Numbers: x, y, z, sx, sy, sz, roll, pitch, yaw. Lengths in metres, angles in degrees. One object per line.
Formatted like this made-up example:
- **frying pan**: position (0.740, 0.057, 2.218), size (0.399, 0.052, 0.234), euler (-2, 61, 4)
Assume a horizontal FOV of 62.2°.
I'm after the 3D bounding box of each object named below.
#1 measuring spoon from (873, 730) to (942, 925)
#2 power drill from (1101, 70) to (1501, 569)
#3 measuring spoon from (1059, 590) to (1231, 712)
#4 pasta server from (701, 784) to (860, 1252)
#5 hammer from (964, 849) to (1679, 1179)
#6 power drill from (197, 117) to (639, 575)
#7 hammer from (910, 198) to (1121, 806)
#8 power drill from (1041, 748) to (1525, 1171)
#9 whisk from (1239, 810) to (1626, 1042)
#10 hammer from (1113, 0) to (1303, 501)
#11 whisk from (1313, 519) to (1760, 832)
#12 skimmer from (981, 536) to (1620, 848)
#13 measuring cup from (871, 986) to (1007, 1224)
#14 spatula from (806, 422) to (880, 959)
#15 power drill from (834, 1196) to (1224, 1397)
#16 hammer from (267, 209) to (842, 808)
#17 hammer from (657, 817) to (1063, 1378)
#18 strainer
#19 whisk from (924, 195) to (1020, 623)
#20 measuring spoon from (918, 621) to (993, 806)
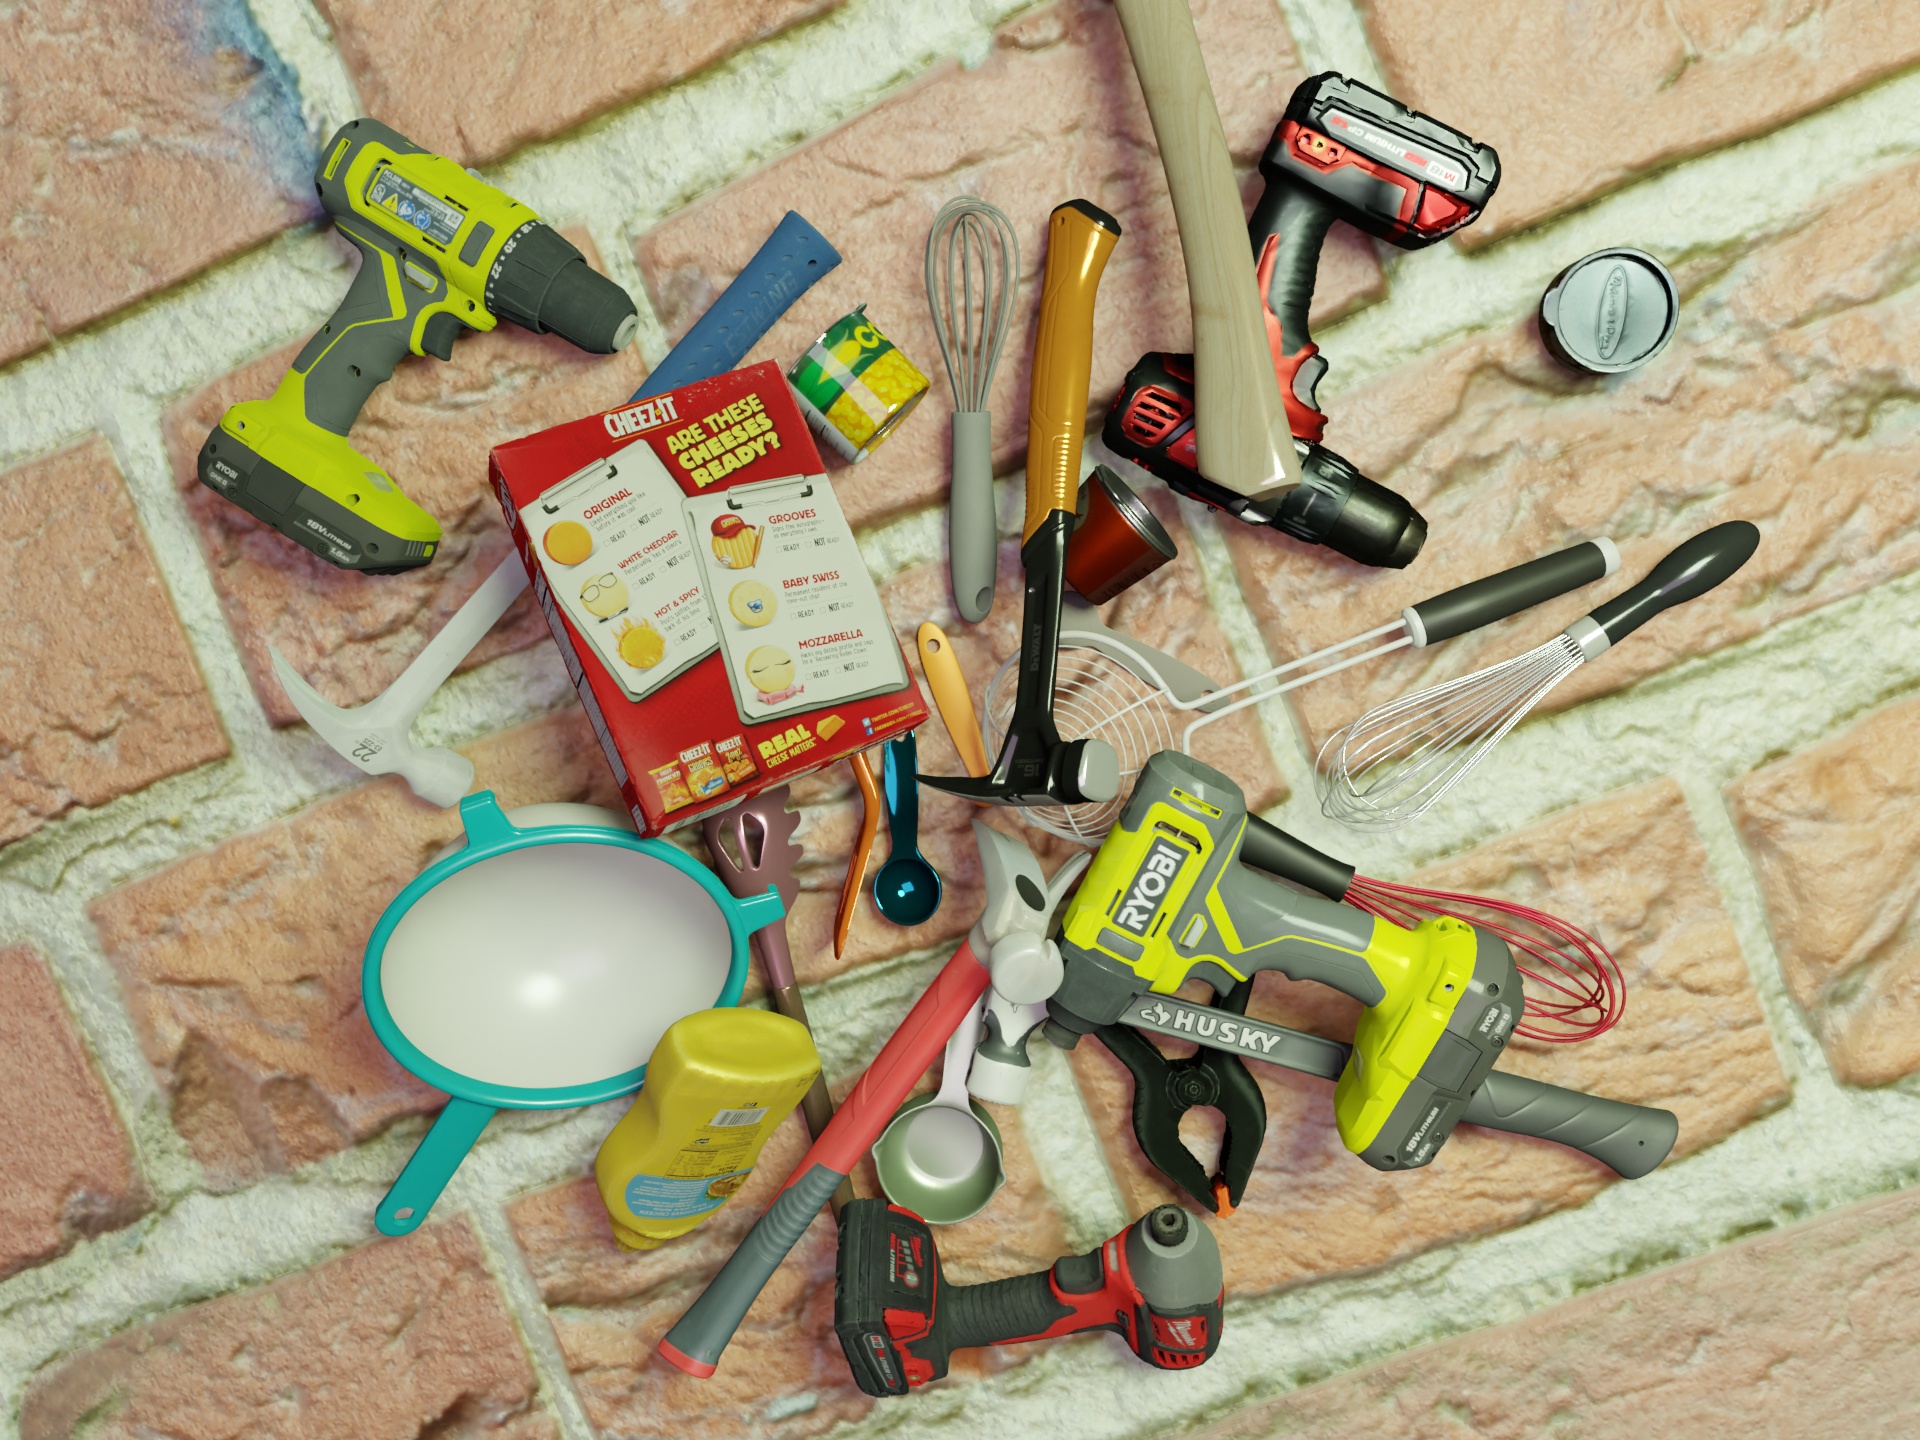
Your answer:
- **measuring spoon**: position (-0.031, 0.058, 0.953), size (0.042, 0.021, 0.128), euler (-3, 88, 16)
- **power drill**: position (0.205, -0.207, 0.863), size (0.188, 0.080, 0.226), euler (27, 102, 1)
- **measuring spoon**: position (0.103, -0.036, 0.923), size (0.124, 0.018, 0.034), euler (29, 99, 0)
- **pasta server**: position (-0.099, 0.183, 0.970), size (0.060, 0.040, 0.316), euler (-12, 100, 7)
- **hammer**: position (0.216, 0.190, 0.912), size (0.409, 0.036, 0.149), euler (15, 90, -5)
- **power drill**: position (-0.311, -0.200, 0.912), size (0.190, 0.080, 0.228), euler (32, 97, 1)
- **hammer**: position (0.044, -0.120, 0.864), size (0.127, 0.034, 0.337), euler (-3, 76, 46)
- **power drill**: position (0.163, 0.138, 0.846), size (0.223, 0.080, 0.171), euler (26, 103, 0)
- **whisk**: position (0.239, 0.104, 0.913), size (0.296, 0.073, 0.073), euler (26, 99, 8)
- **hammer**: position (0.122, -0.317, 0.815), size (0.146, 0.038, 0.411), euler (-15, 85, 26)
- **whisk**: position (0.321, -0.027, 0.887), size (0.284, 0.070, 0.070), euler (-34, 93, 4)
- **skimmer**: position (0.190, -0.034, 0.904), size (0.363, 0.090, 0.127), euler (-21, 97, -5)
- **measuring cup**: position (-0.002, 0.219, 0.959), size (0.083, 0.038, 0.167), euler (12, 97, 4)
- **spatula**: position (-0.079, -0.024, 0.927), size (0.041, 0.081, 0.322), euler (-9, 92, -6)
- **power drill**: position (0.043, 0.328, 0.923), size (0.219, 0.079, 0.143), euler (-5, 135, 5)
- **hammer**: position (-0.221, -0.128, 0.906), size (0.405, 0.035, 0.143), euler (-47, 134, 4)
- **hammer**: position (-0.068, 0.233, 0.924), size (0.038, 0.143, 0.386), euler (27, 111, -20)
- **strainer**: position (-0.268, 0.168, 0.947), size (0.210, 0.095, 0.340), euler (23, 116, -30)
- **whisk**: position (0.008, -0.173, 0.903), size (0.055, 0.055, 0.239), euler (1, 103, 5)
- **measuring spoon**: position (-0.001, -0.003, 0.941), size (0.021, 0.011, 0.117), euler (-19, 96, 8)
